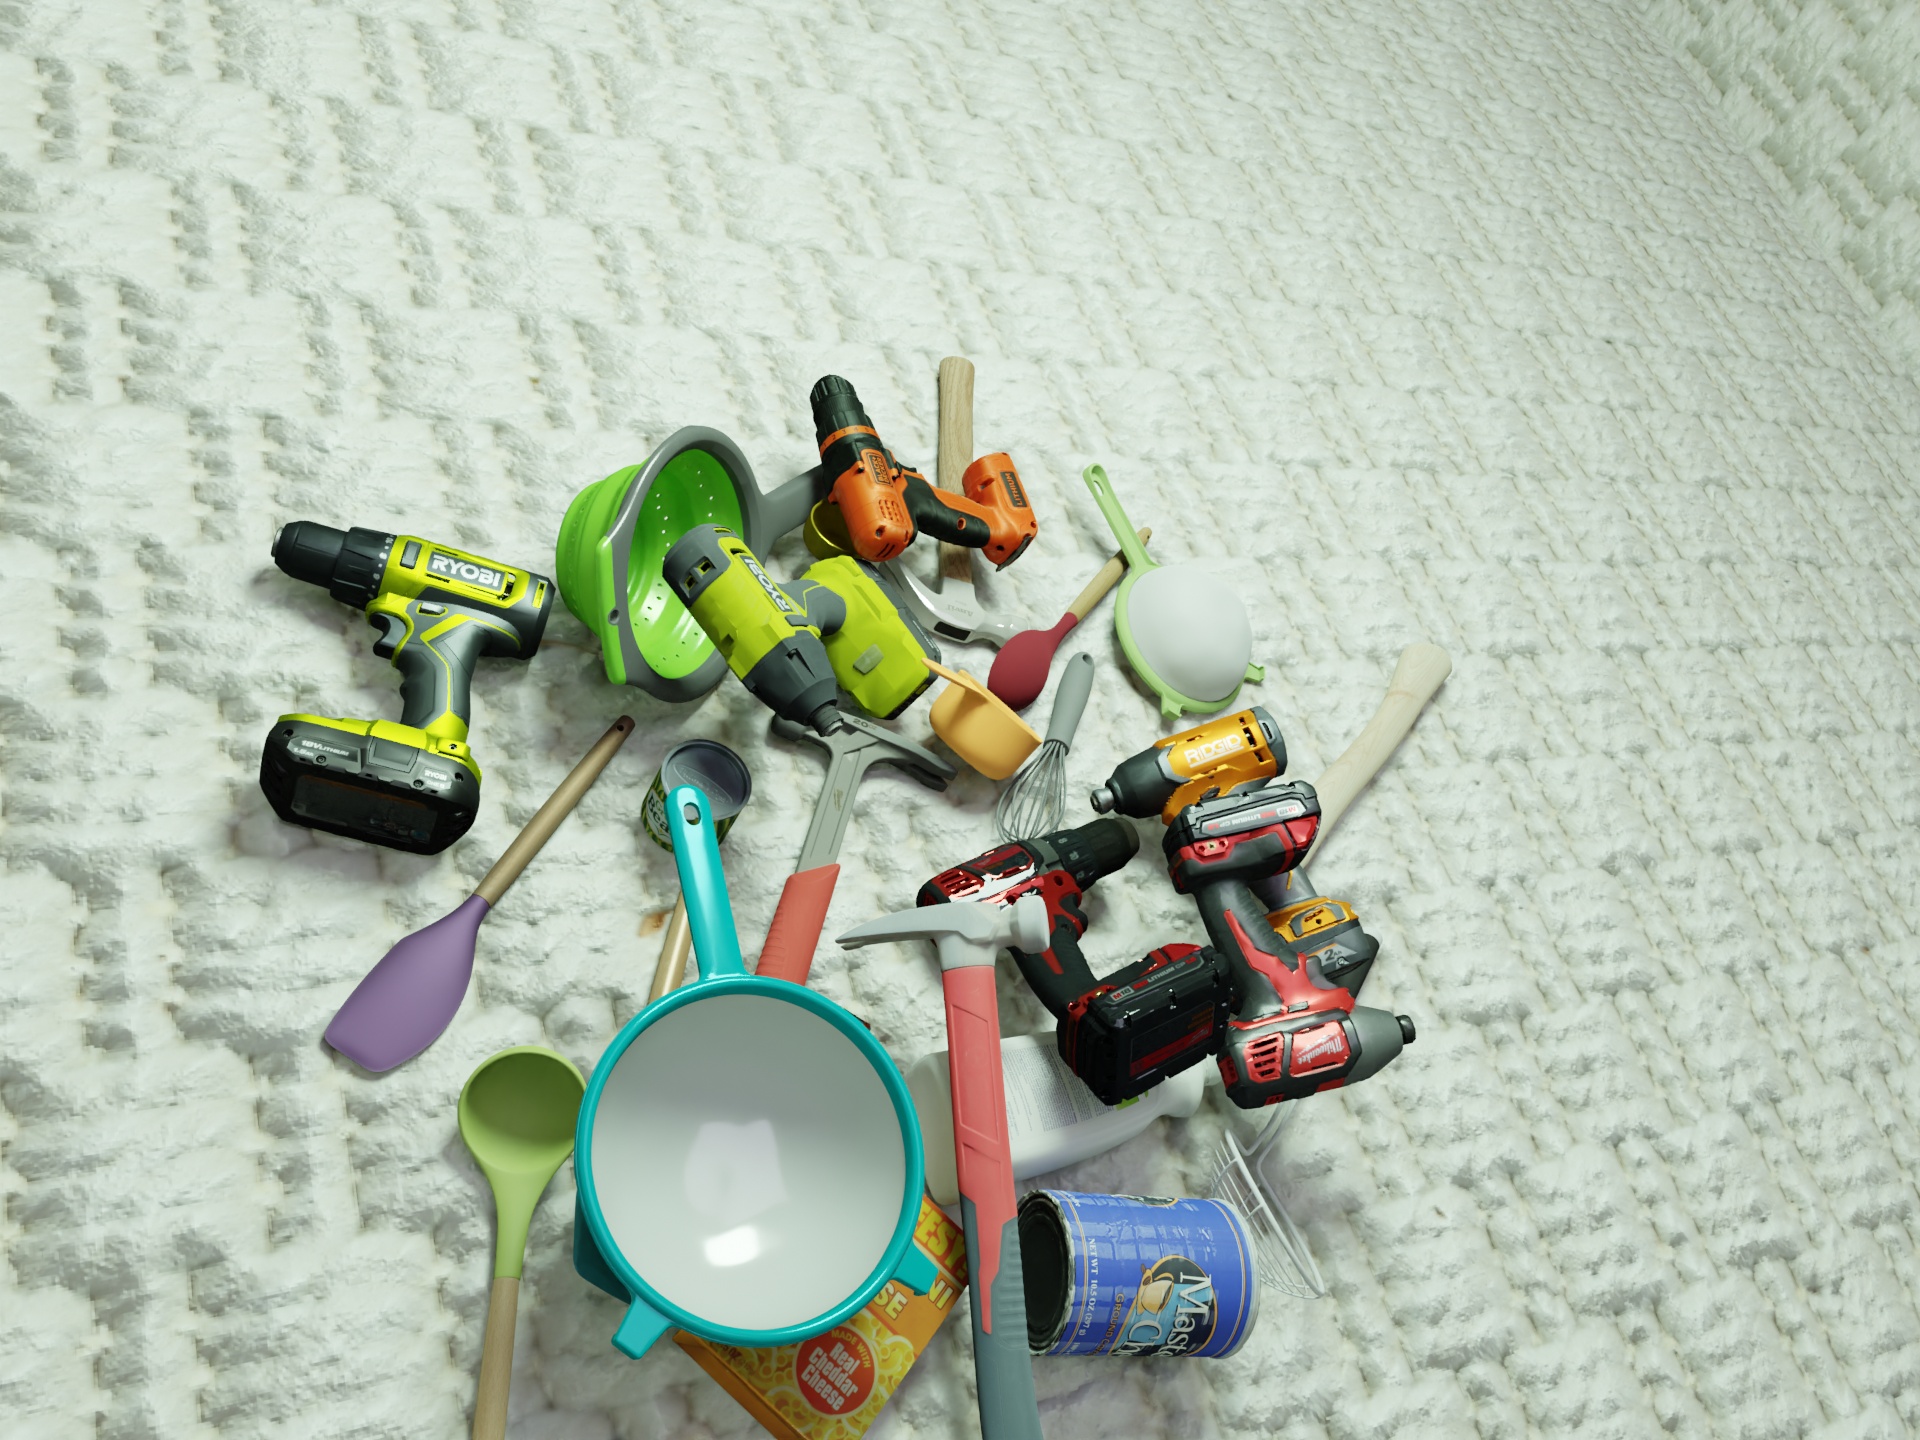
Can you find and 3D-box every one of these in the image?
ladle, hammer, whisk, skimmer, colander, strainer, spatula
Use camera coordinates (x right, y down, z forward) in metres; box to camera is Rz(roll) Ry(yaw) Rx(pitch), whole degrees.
[{"bbox_3d":[0.108,-0.101,1.419,0.031,0.069,0.315,9,36,27],"label":"ladle"},{"bbox_3d":[-0.007,-0.210,1.441,0.130,0.031,0.332,14,52,-19],"label":"hammer"},{"bbox_3d":[-0.261,0.342,0.901,0.078,0.062,0.320,4,58,-9],"label":"ladle"},{"bbox_3d":[0.002,0.306,1.002,0.143,0.038,0.387,-8,68,8],"label":"hammer"},{"bbox_3d":[0.076,0.021,1.316,0.055,0.055,0.239,29,45,-7],"label":"whisk"},{"bbox_3d":[-0.105,0.142,1.134,0.149,0.036,0.359,24,49,-11],"label":"hammer"},{"bbox_3d":[0.282,0.276,1.212,0.127,0.090,0.363,57,45,-15],"label":"skimmer"},{"bbox_3d":[-0.203,-0.152,1.254,0.094,0.204,0.397,10,27,21],"label":"colander"},{"bbox_3d":[0.192,-0.133,1.439,0.151,0.069,0.256,-21,80,-42],"label":"strainer"},{"bbox_3d":[-0.306,0.105,1.069,0.059,0.018,0.316,34,50,-4],"label":"spatula"},{"bbox_3d":[-0.195,0.221,1.028,0.082,0.044,0.318,44,38,-36],"label":"spatula"},{"bbox_3d":[0.369,0.049,1.455,0.146,0.038,0.411,45,49,5],"label":"hammer"},{"bbox_3d":[-0.150,0.210,0.970,0.211,0.095,0.341,-1,62,-30],"label":"strainer"}]

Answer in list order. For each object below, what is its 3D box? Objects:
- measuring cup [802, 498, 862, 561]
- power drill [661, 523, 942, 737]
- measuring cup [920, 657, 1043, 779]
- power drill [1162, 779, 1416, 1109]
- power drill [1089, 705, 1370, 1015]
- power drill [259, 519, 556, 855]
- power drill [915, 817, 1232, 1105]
[{"bbox_3d":[-0.069,-0.159,1.340,0.156,0.029,0.062,-15,63,-47],"label":"measuring cup"},{"bbox_3d":[-0.107,-0.059,1.179,0.171,0.080,0.223,52,18,13],"label":"power drill"},{"bbox_3d":[-0.002,-0.004,1.229,0.095,0.052,0.173,44,7,30],"label":"measuring cup"},{"bbox_3d":[0.238,0.164,1.167,0.143,0.078,0.220,-11,69,-7],"label":"power drill"},{"bbox_3d":[0.211,0.113,1.271,0.164,0.084,0.227,-18,71,-10],"label":"power drill"},{"bbox_3d":[-0.392,-0.036,1.085,0.190,0.080,0.229,17,49,-17],"label":"power drill"},{"bbox_3d":[0.099,0.155,1.149,0.188,0.080,0.227,-20,38,-27],"label":"power drill"}]
